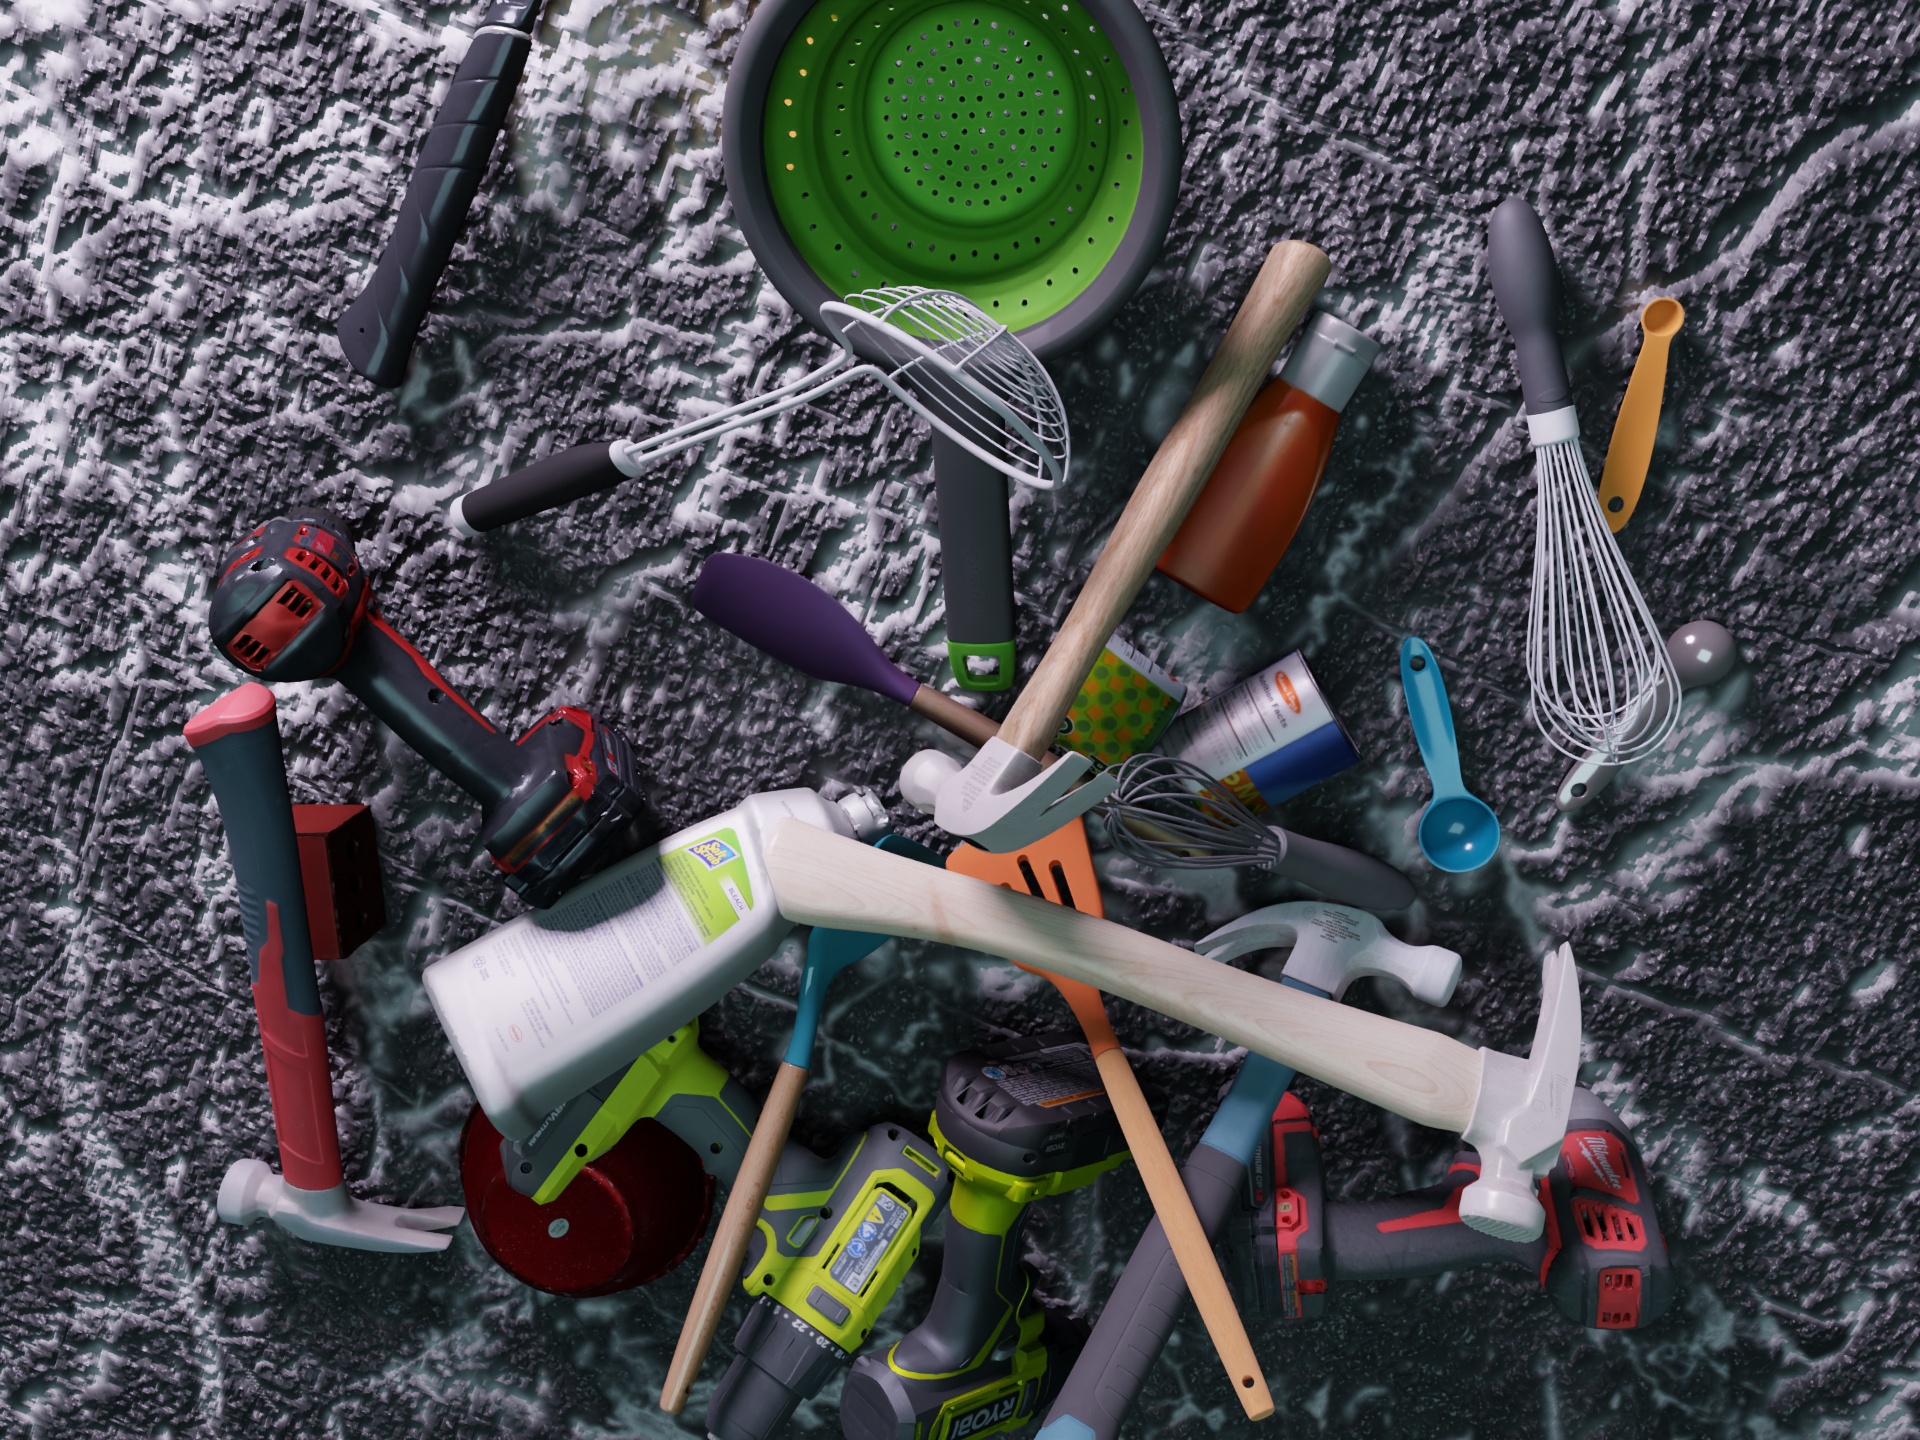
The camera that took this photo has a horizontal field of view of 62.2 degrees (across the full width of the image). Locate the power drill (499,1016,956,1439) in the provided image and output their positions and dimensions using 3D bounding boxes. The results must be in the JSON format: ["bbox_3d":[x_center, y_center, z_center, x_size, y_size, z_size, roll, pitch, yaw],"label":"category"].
[{"bbox_3d":[-0.139,0.270,0.883,0.228,0.080,0.190,37,69,-3],"label":"power drill"}]

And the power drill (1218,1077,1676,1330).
[{"bbox_3d":[0.250,0.249,0.846,0.219,0.143,0.078,-4,122,12],"label":"power drill"}]

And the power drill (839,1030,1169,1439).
[{"bbox_3d":[0.032,0.292,0.882,0.080,0.171,0.223,28,110,43],"label":"power drill"}]

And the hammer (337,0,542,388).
[{"bbox_3d":[-0.208,-0.345,0.767,0.149,0.036,0.409,37,110,15],"label":"hammer"}]

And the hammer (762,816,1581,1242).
[{"bbox_3d":[0.101,0.119,0.794,0.410,0.038,0.146,19,67,6],"label":"hammer"}]

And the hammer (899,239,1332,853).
[{"bbox_3d":[0.086,-0.084,0.765,0.031,0.130,0.331,31,88,-30],"label":"hammer"}]

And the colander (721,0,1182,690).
[{"bbox_3d":[0.005,-0.201,0.779,0.204,0.095,0.396,1,124,8],"label":"colander"}]

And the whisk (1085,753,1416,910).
[{"bbox_3d":[0.153,0.065,0.796,0.238,0.055,0.055,19,111,-37],"label":"whisk"}]

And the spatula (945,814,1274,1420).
[{"bbox_3d":[0.081,0.186,0.798,0.081,0.323,0.041,-24,144,1],"label":"spatula"}]

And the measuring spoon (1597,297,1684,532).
[{"bbox_3d":[0.335,-0.150,0.790,0.021,0.011,0.117,8,110,6],"label":"measuring spoon"}]

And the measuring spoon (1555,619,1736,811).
[{"bbox_3d":[0.354,0.002,0.824,0.034,0.018,0.124,35,107,-4],"label":"measuring spoon"}]

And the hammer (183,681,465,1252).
[{"bbox_3d":[-0.358,0.153,0.880,0.143,0.038,0.386,9,123,1],"label":"hammer"}]

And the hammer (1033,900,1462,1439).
[{"bbox_3d":[0.127,0.232,0.799,0.128,0.033,0.331,21,64,28],"label":"hammer"}]

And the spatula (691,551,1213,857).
[{"bbox_3d":[-0.001,-0.003,0.859,0.316,0.018,0.059,30,130,-3],"label":"spatula"}]

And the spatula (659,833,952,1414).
[{"bbox_3d":[-0.089,0.211,0.843,0.044,0.082,0.317,13,77,31],"label":"spatula"}]

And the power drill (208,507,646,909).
[{"bbox_3d":[-0.277,-0.021,0.825,0.080,0.188,0.226,-46,114,3],"label":"power drill"}]

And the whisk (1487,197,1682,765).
[{"bbox_3d":[0.299,-0.113,0.781,0.070,0.070,0.284,-13,99,9],"label":"whisk"}]

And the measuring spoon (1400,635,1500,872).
[{"bbox_3d":[0.253,0.017,0.844,0.042,0.021,0.128,-14,94,11],"label":"measuring spoon"}]

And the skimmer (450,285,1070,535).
[{"bbox_3d":[-0.117,-0.118,0.754,0.363,0.090,0.127,-13,150,30],"label":"skimmer"}]

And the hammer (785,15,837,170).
[{"bbox_3d":[-0.057,-0.424,0.742,0.127,0.034,0.336,14,107,1],"label":"hammer"}]
